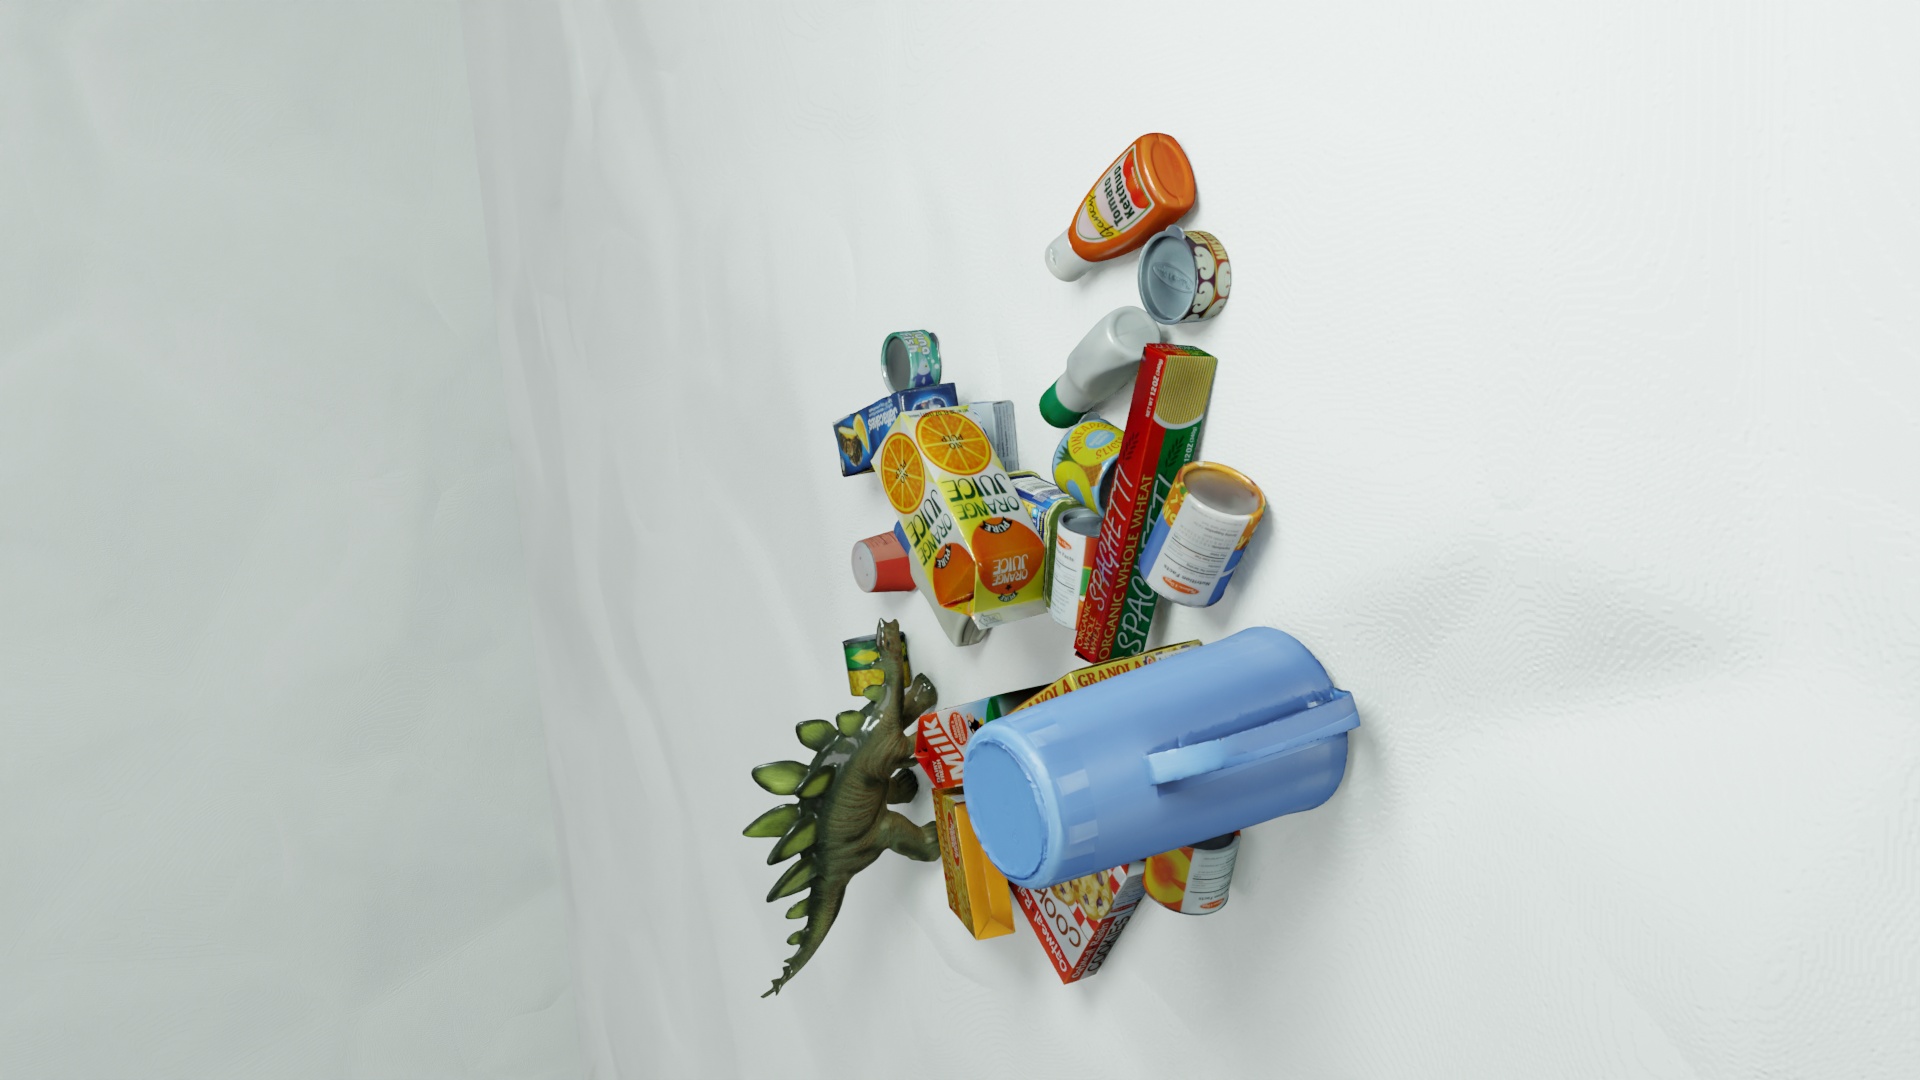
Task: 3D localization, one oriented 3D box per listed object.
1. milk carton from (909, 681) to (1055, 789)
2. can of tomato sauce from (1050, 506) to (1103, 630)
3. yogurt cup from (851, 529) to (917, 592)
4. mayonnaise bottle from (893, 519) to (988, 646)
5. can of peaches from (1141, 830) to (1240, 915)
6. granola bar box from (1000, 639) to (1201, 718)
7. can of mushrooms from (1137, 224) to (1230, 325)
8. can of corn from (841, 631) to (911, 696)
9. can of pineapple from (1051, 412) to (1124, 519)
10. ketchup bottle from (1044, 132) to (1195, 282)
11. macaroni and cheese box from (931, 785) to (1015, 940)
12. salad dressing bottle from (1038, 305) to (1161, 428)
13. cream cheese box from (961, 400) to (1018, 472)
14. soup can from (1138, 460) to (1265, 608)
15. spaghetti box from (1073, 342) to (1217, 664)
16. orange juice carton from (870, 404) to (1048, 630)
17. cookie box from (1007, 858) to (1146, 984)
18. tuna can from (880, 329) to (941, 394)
[{"bbox_3d":[0.024,0.183,1.280,0.190,0.072,0.073,-26,76,59],"label":"milk carton"},{"bbox_3d":[0.109,0.023,1.102,0.071,0.071,0.082,34,126,52],"label":"can of tomato sauce"},{"bbox_3d":[-0.077,0.023,1.428,0.072,0.054,0.072,22,116,55],"label":"yogurt cup"},{"bbox_3d":[-0.018,0.032,1.345,0.148,0.041,0.064,56,140,38],"label":"mayonnaise bottle"},{"bbox_3d":[0.172,0.237,1.046,0.071,0.071,0.057,38,129,50],"label":"can of peaches"},{"bbox_3d":[0.102,0.132,1.082,0.164,0.124,0.039,-44,61,54],"label":"granola bar box"},{"bbox_3d":[0.159,-0.190,0.989,0.071,0.033,0.070,24,118,56],"label":"can of mushrooms"},{"bbox_3d":[-0.086,0.129,1.461,0.071,0.071,0.058,-7,92,60],"label":"can of corn"},{"bbox_3d":[0.113,-0.055,1.069,0.058,0.071,0.070,38,129,48],"label":"can of pineapple"},{"bbox_3d":[0.115,-0.241,1.041,0.148,0.044,0.065,-33,69,58],"label":"ketchup bottle"},{"bbox_3d":[0.010,0.298,1.312,0.166,0.040,0.123,148,114,-80],"label":"macaroni and cheese box"},{"bbox_3d":[0.104,-0.130,1.077,0.044,0.064,0.147,65,155,9],"label":"salad dressing bottle"},{"bbox_3d":[0.029,-0.074,1.252,0.053,0.024,0.103,4,101,58],"label":"cream cheese box"},{"bbox_3d":[0.171,-0.006,0.987,0.071,0.071,0.083,54,140,38],"label":"soup can"},{"bbox_3d":[0.135,-0.022,1.033,0.029,0.050,0.249,37,122,50],"label":"spaghetti box"},{"bbox_3d":[0.004,-0.014,1.146,0.193,0.072,0.072,63,143,23],"label":"orange juice carton"},{"bbox_3d":[0.101,0.286,1.207,0.123,0.040,0.166,57,142,37],"label":"cookie box"},{"bbox_3d":[-0.048,-0.173,1.347,0.071,0.033,0.071,25,119,56],"label":"tuna can"}]
